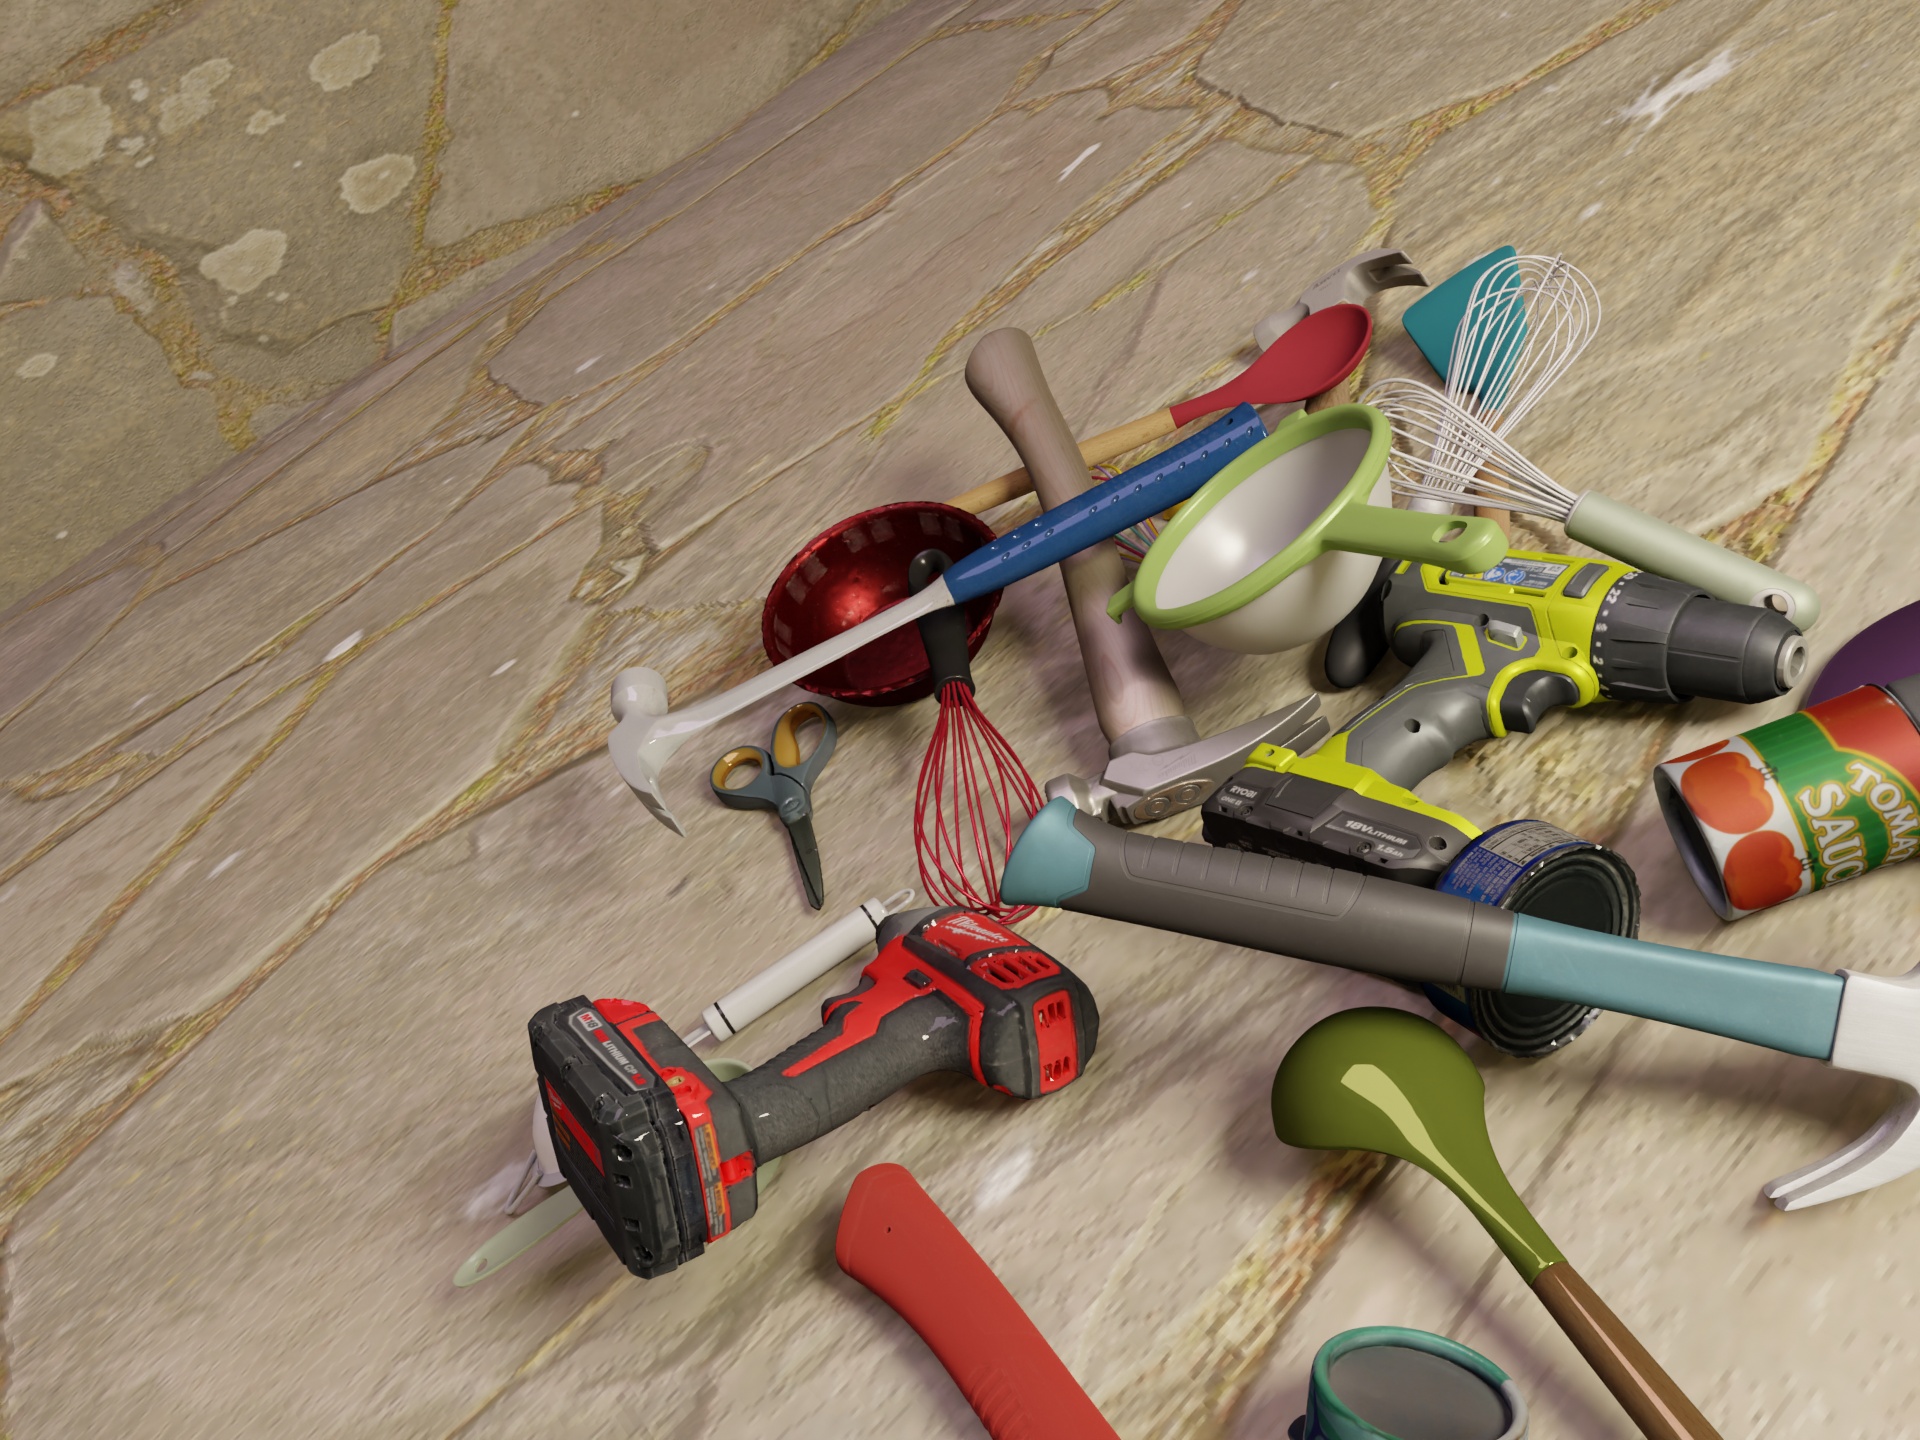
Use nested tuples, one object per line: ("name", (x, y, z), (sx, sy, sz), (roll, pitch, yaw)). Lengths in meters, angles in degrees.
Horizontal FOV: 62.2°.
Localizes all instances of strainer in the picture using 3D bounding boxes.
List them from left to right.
("strainer", (-0.132, 0.157, 0.813), (0.258, 0.050, 0.087), (-33, 18, -12))
("strainer", (0.179, -0.073, 0.736), (0.151, 0.069, 0.256), (-46, 20, -6))

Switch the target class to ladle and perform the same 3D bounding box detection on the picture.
("ladle", (0.110, -0.181, 1.008), (0.315, 0.031, 0.069), (-21, 44, 15))
("ladle", (0.200, 0.202, 0.497), (0.078, 0.062, 0.320), (-16, 37, -15))

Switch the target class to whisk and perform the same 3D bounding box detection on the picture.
("whisk", (-0.001, -0.003, 0.871), (0.073, 0.073, 0.296), (-22, 42, 11))
("whisk", (0.119, -0.108, 0.980), (0.047, 0.051, 0.245), (-28, 35, -8))
("whisk", (0.265, -0.136, 0.852), (0.070, 0.070, 0.285), (15, 69, 48))
("whisk", (0.293, -0.104, 0.770), (0.246, 0.057, 0.059), (33, 36, 29))

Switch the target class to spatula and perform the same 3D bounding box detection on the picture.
("spatula", (0.298, -0.166, 0.918), (0.082, 0.044, 0.318), (-30, 28, 36))
("spatula", (0.489, -0.086, 0.681), (0.316, 0.018, 0.060), (-35, 36, -7))

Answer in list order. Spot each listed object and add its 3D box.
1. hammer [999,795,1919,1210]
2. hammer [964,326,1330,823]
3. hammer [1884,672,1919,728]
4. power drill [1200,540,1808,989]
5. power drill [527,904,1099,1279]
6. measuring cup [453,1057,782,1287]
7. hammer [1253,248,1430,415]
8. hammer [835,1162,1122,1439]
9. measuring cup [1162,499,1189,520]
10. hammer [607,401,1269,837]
("hammer", (0.175, 0.076, 0.550), (0.331, 0.033, 0.128), (10, 88, 17))
("hammer", (0.079, -0.111, 0.932), (0.146, 0.038, 0.411), (-23, 47, 8))
("hammer", (0.535, -0.105, 0.639), (0.409, 0.036, 0.149), (-36, 46, -6))
("power drill", (0.234, 0.007, 0.700), (0.228, 0.080, 0.191), (-43, 35, -25))
("power drill", (-0.064, 0.141, 0.693), (0.219, 0.078, 0.143), (-17, 22, -28))
("measuring cup", (-0.156, 0.223, 0.740), (0.167, 0.038, 0.083), (-33, 32, -2))
("hammer", (0.231, -0.192, 0.995), (0.130, 0.031, 0.332), (-32, 29, 39))
("hammer", (0.056, 0.256, 0.529), (0.149, 0.036, 0.359), (-37, 33, -11))
("measuring cup", (0.163, -0.132, 0.987), (0.062, 0.029, 0.157), (-27, 31, 4))
("hammer", (-0.014, -0.064, 0.882), (0.405, 0.035, 0.144), (-27, 34, 5))
